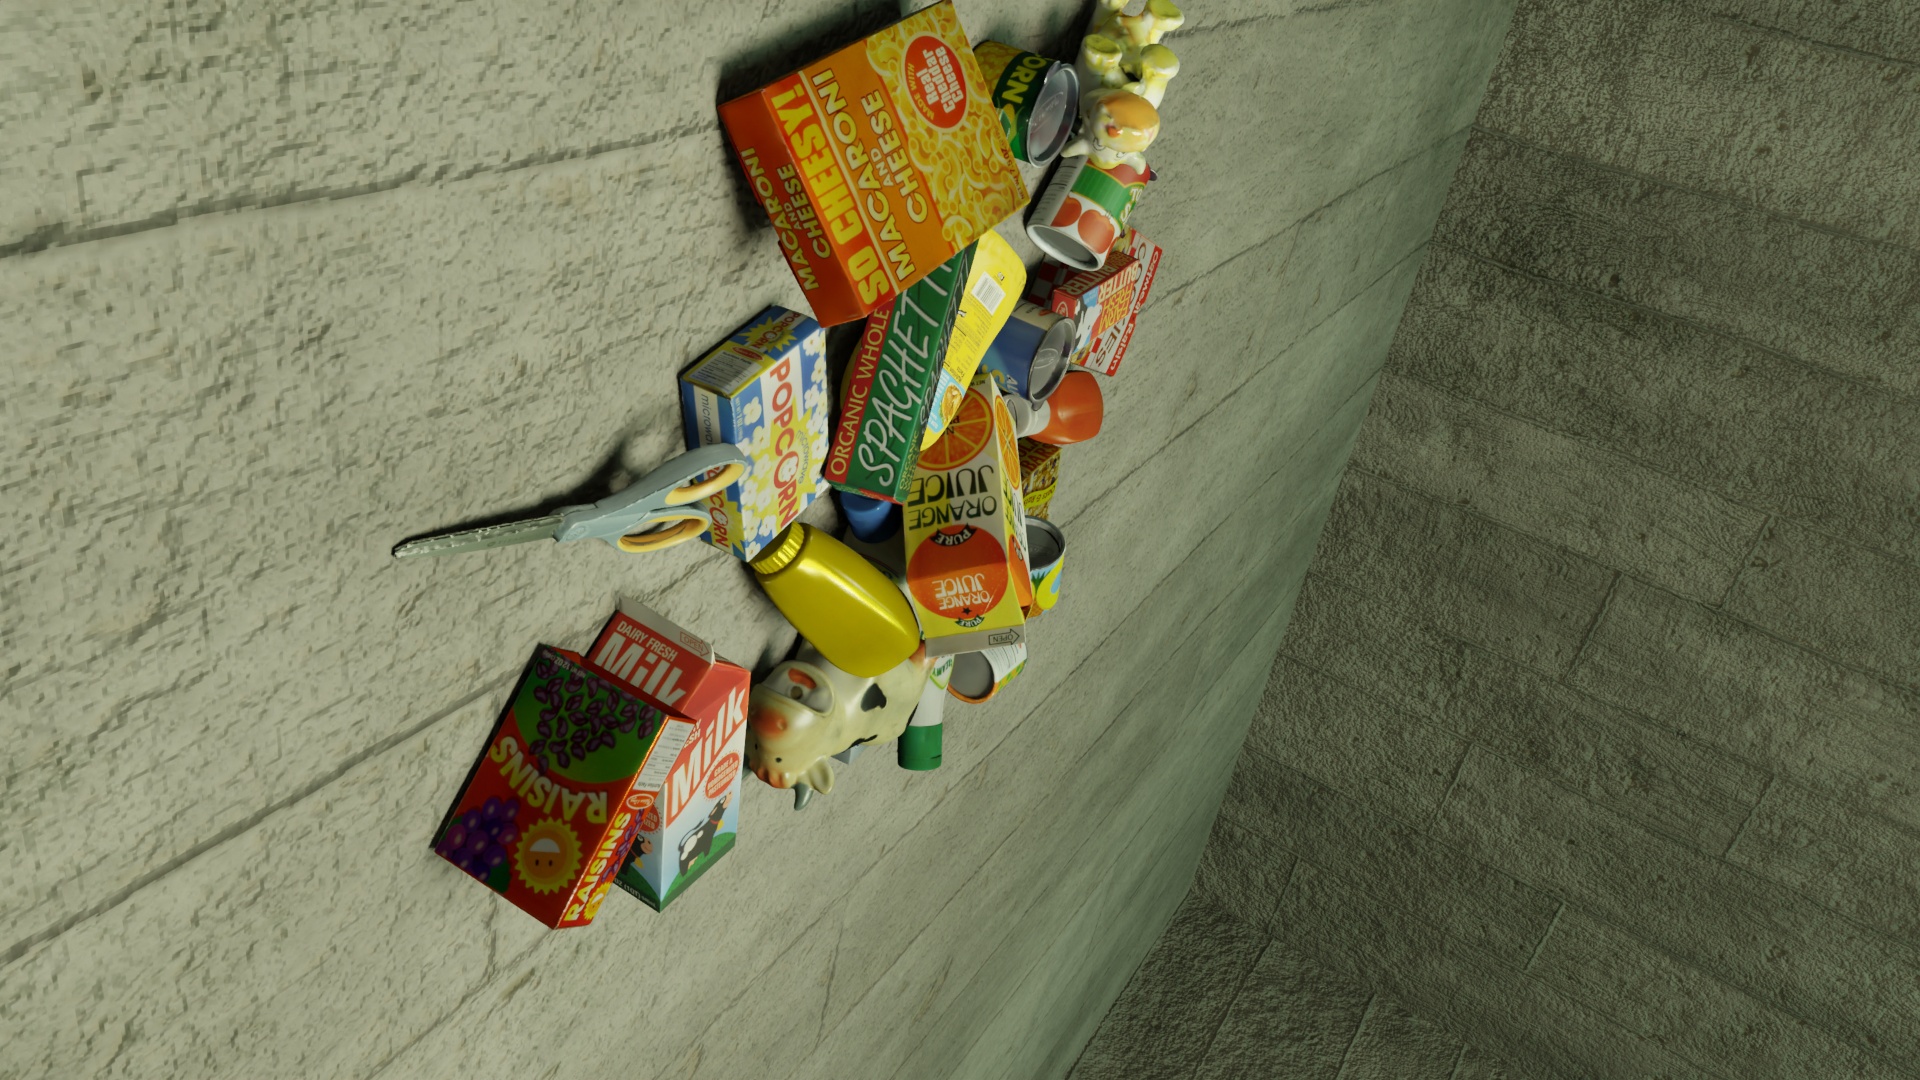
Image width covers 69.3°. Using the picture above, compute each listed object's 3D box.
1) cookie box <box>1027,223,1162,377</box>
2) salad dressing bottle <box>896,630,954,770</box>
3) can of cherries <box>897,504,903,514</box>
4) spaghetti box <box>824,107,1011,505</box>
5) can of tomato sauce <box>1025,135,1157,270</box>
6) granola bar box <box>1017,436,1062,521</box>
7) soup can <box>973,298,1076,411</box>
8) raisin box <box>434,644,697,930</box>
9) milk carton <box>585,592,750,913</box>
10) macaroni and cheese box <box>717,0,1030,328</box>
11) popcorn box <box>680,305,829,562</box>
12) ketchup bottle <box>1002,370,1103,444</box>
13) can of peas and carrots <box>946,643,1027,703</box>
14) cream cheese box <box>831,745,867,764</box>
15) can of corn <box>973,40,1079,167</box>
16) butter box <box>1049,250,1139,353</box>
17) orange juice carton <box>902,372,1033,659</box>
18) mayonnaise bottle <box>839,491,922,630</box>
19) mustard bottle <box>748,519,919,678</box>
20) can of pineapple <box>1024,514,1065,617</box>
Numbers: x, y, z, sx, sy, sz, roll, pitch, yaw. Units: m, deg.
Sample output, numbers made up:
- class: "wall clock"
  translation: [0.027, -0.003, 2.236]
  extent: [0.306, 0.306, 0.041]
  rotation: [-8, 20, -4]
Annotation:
- class: "cookie box"
  translation: [0.112, -0.209, 1.177]
  extent: [0.167, 0.040, 0.122]
  rotation: [0, 112, -67]
- class: "salad dressing bottle"
  translation: [-0.031, 0.111, 1.128]
  extent: [0.064, 0.044, 0.147]
  rotation: [-8, 102, -57]
- class: "can of cherries"
  translation: [-0.018, -0.016, 1.053]
  extent: [0.058, 0.071, 0.071]
  rotation: [-53, 156, -28]
- class: "spaghetti box"
  translation: [-0.026, -0.147, 0.853]
  extent: [0.028, 0.050, 0.250]
  rotation: [16, 90, -77]
- class: "can of tomato sauce"
  translation: [0.099, -0.256, 1.053]
  extent: [0.083, 0.071, 0.071]
  rotation: [-62, 159, -6]
- class: "granola bar box"
  translation: [0.025, -0.004, 1.200]
  extent: [0.166, 0.039, 0.123]
  rotation: [-39, 148, -48]
- class: "soup can"
  translation: [0.030, -0.141, 0.999]
  extent: [0.072, 0.084, 0.071]
  rotation: [-49, 154, -34]
- class: "raisin box"
  translation: [-0.209, 0.130, 0.735]
  extent: [0.123, 0.086, 0.040]
  rotation: [-63, 163, -5]
- class: "milk carton"
  translation: [-0.176, 0.119, 0.818]
  extent: [0.074, 0.072, 0.189]
  rotation: [-39, 147, -48]
- class: "macaroni and cheese box"
  translation: [-0.040, -0.205, 0.748]
  extent: [0.167, 0.040, 0.123]
  rotation: [-44, 118, -41]
- class: "popcorn box"
  translation: [-0.116, -0.062, 0.806]
  extent: [0.085, 0.038, 0.126]
  rotation: [-48, 153, -39]
- class: "ketchup bottle"
  translation: [0.076, -0.112, 1.186]
  extent: [0.149, 0.043, 0.064]
  rotation: [-17, 101, -61]
- class: "can of peas and carrots"
  translation: [0.018, 0.110, 1.276]
  extent: [0.059, 0.071, 0.070]
  rotation: [-33, 142, -53]
- class: "cream cheese box"
  translation: [-0.070, 0.134, 1.150]
  extent: [0.104, 0.024, 0.053]
  rotation: [-41, 147, -47]
- class: "can of corn"
  translation: [0.035, -0.283, 0.891]
  extent: [0.071, 0.058, 0.070]
  rotation: [-49, 154, -34]
- class: "butter box"
  translation: [0.104, -0.187, 1.096]
  extent: [0.104, 0.024, 0.052]
  rotation: [-39, 147, -44]
- class: "orange juice carton"
  translation: [0.003, -0.012, 0.959]
  extent: [0.072, 0.072, 0.193]
  rotation: [57, 25, -60]
- class: "mayonnaise bottle"
  translation: [-0.054, 0.009, 1.003]
  extent: [0.041, 0.065, 0.147]
  rotation: [-60, 155, -27]
- class: "mustard bottle"
  translation: [-0.092, 0.027, 0.899]
  extent: [0.065, 0.049, 0.160]
  rotation: [-31, 127, 17]
- class: "can of pineapple"
  translation: [0.050, 0.023, 1.139]
  extent: [0.071, 0.071, 0.057]
  rotation: [-46, 151, -40]
